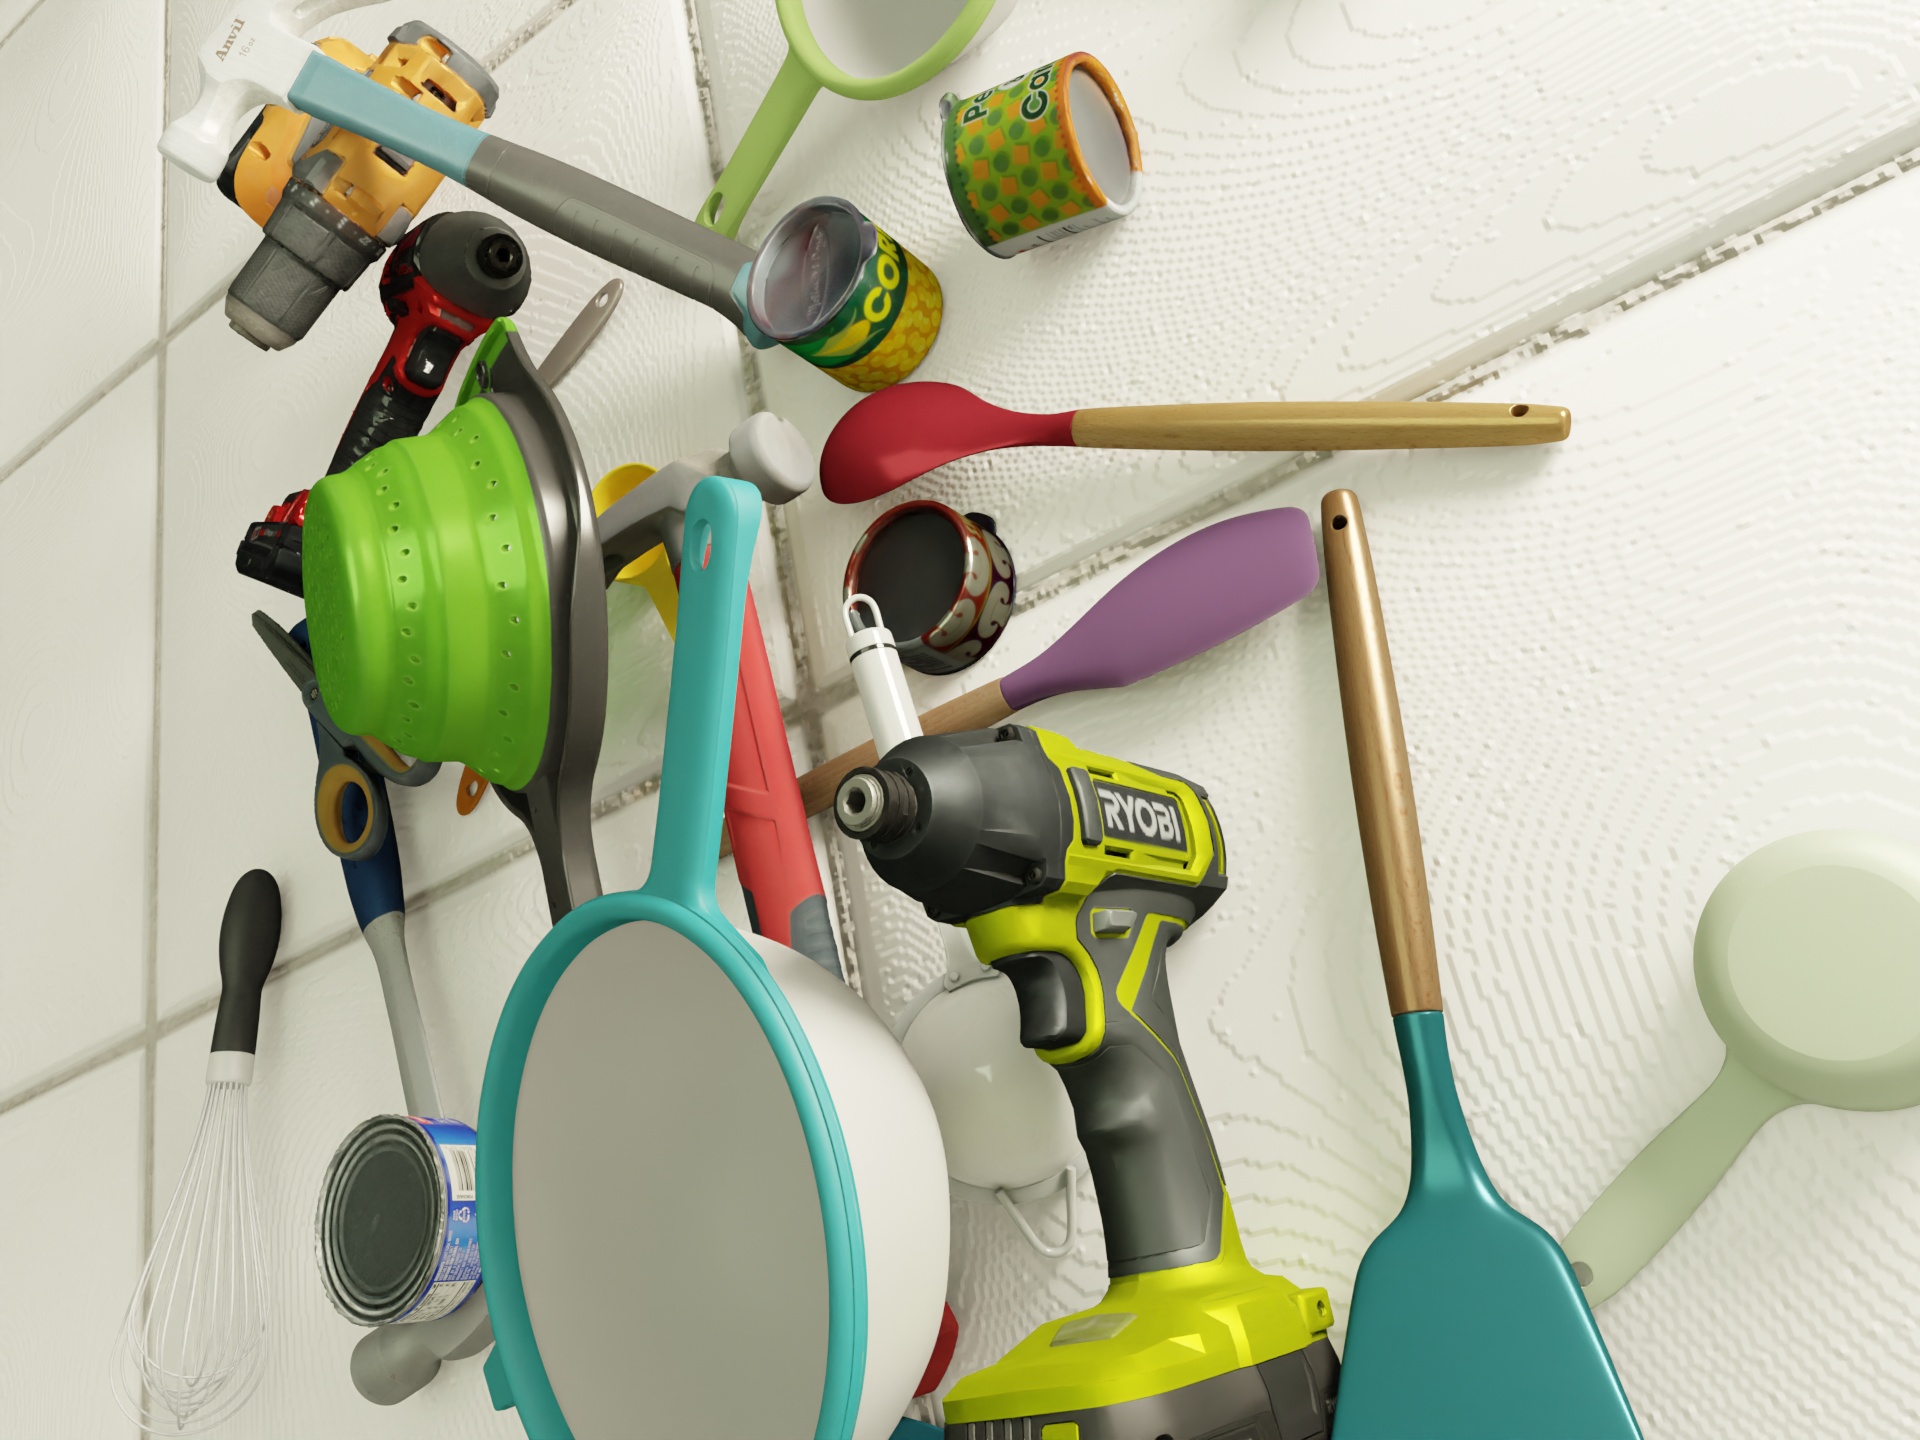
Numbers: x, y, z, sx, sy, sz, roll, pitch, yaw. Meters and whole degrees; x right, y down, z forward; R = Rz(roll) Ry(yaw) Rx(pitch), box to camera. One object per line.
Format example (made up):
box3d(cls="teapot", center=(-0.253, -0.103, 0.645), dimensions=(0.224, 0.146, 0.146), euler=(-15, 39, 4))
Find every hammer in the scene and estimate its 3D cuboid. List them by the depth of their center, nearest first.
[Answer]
box3d(cls="hammer", center=(-0.082, 0.073, 0.637), dimensions=(0.143, 0.038, 0.387), euler=(-28, 67, 30))
box3d(cls="hammer", center=(-0.218, -0.259, 0.759), dimensions=(0.331, 0.033, 0.128), euler=(27, 87, 8))
box3d(cls="hammer", center=(-0.278, 0.107, 0.786), dimensions=(0.144, 0.035, 0.406), euler=(-38, 58, 21))

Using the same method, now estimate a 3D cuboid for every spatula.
box3d(cls="spatula", center=(0.138, 0.064, 0.495), dimensions=(0.082, 0.044, 0.318), euler=(-12, 66, 21))
box3d(cls="spatula", center=(-0.001, -0.002, 0.632), dimensions=(0.316, 0.018, 0.060), euler=(-27, 43, 27))

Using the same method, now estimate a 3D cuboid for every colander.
box3d(cls="colander", center=(-0.212, 0.025, 0.682), dimensions=(0.204, 0.094, 0.397), euler=(-31, 70, 57))

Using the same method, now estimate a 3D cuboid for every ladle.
box3d(cls="ladle", center=(0.068, -0.110, 0.608), dimensions=(0.315, 0.031, 0.069), euler=(6, 56, 33))

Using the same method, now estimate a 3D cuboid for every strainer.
box3d(cls="strainer", center=(-0.063, 0.096, 0.520), dimensions=(0.211, 0.095, 0.340), euler=(8, 93, 47))
box3d(cls="strainer", center=(-0.006, 0.065, 0.581), dimensions=(0.087, 0.050, 0.259), euler=(-18, 69, 1))
box3d(cls="strainer", center=(-0.040, -0.315, 0.736), dimensions=(0.256, 0.069, 0.152), euler=(-48, 62, 35))

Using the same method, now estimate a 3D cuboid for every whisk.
box3d(cls="whisk", center=(-0.381, 0.212, 0.817), dimensions=(0.070, 0.070, 0.285), euler=(-18, 62, 30))

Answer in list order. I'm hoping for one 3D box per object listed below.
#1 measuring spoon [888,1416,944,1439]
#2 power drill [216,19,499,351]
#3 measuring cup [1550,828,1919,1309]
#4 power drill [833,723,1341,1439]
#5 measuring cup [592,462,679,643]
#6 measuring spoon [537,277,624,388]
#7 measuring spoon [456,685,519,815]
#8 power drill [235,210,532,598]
box3d(cls="measuring spoon", center=(-0.033, 0.260, 0.574), dimensions=(0.129, 0.021, 0.042), euler=(1, 77, 37))
box3d(cls="power drill", center=(-0.352, -0.296, 0.885), dimensions=(0.185, 0.084, 0.226), euler=(-55, 36, -2))
box3d(cls="measuring cup", center=(0.212, 0.102, 0.437), dimensions=(0.083, 0.038, 0.167), euler=(44, 103, 36))
box3d(cls="power drill", center=(0.036, 0.113, 0.479), dimensions=(0.080, 0.171, 0.223), euler=(-23, 67, 32))
box3d(cls="measuring cup", center=(-0.125, -0.053, 0.738), dimensions=(0.062, 0.029, 0.157), euler=(-40, 69, 19))
box3d(cls="measuring spoon", center=(-0.221, -0.190, 0.843), dimensions=(0.124, 0.018, 0.034), euler=(-43, 56, 20))
box3d(cls="measuring spoon", center=(-0.227, -0.005, 0.801), dimensions=(0.021, 0.011, 0.117), euler=(28, 97, 36))
box3d(cls="power drill", center=(-0.291, -0.162, 0.832), dimensions=(0.143, 0.078, 0.220), euler=(10, 78, 56))
